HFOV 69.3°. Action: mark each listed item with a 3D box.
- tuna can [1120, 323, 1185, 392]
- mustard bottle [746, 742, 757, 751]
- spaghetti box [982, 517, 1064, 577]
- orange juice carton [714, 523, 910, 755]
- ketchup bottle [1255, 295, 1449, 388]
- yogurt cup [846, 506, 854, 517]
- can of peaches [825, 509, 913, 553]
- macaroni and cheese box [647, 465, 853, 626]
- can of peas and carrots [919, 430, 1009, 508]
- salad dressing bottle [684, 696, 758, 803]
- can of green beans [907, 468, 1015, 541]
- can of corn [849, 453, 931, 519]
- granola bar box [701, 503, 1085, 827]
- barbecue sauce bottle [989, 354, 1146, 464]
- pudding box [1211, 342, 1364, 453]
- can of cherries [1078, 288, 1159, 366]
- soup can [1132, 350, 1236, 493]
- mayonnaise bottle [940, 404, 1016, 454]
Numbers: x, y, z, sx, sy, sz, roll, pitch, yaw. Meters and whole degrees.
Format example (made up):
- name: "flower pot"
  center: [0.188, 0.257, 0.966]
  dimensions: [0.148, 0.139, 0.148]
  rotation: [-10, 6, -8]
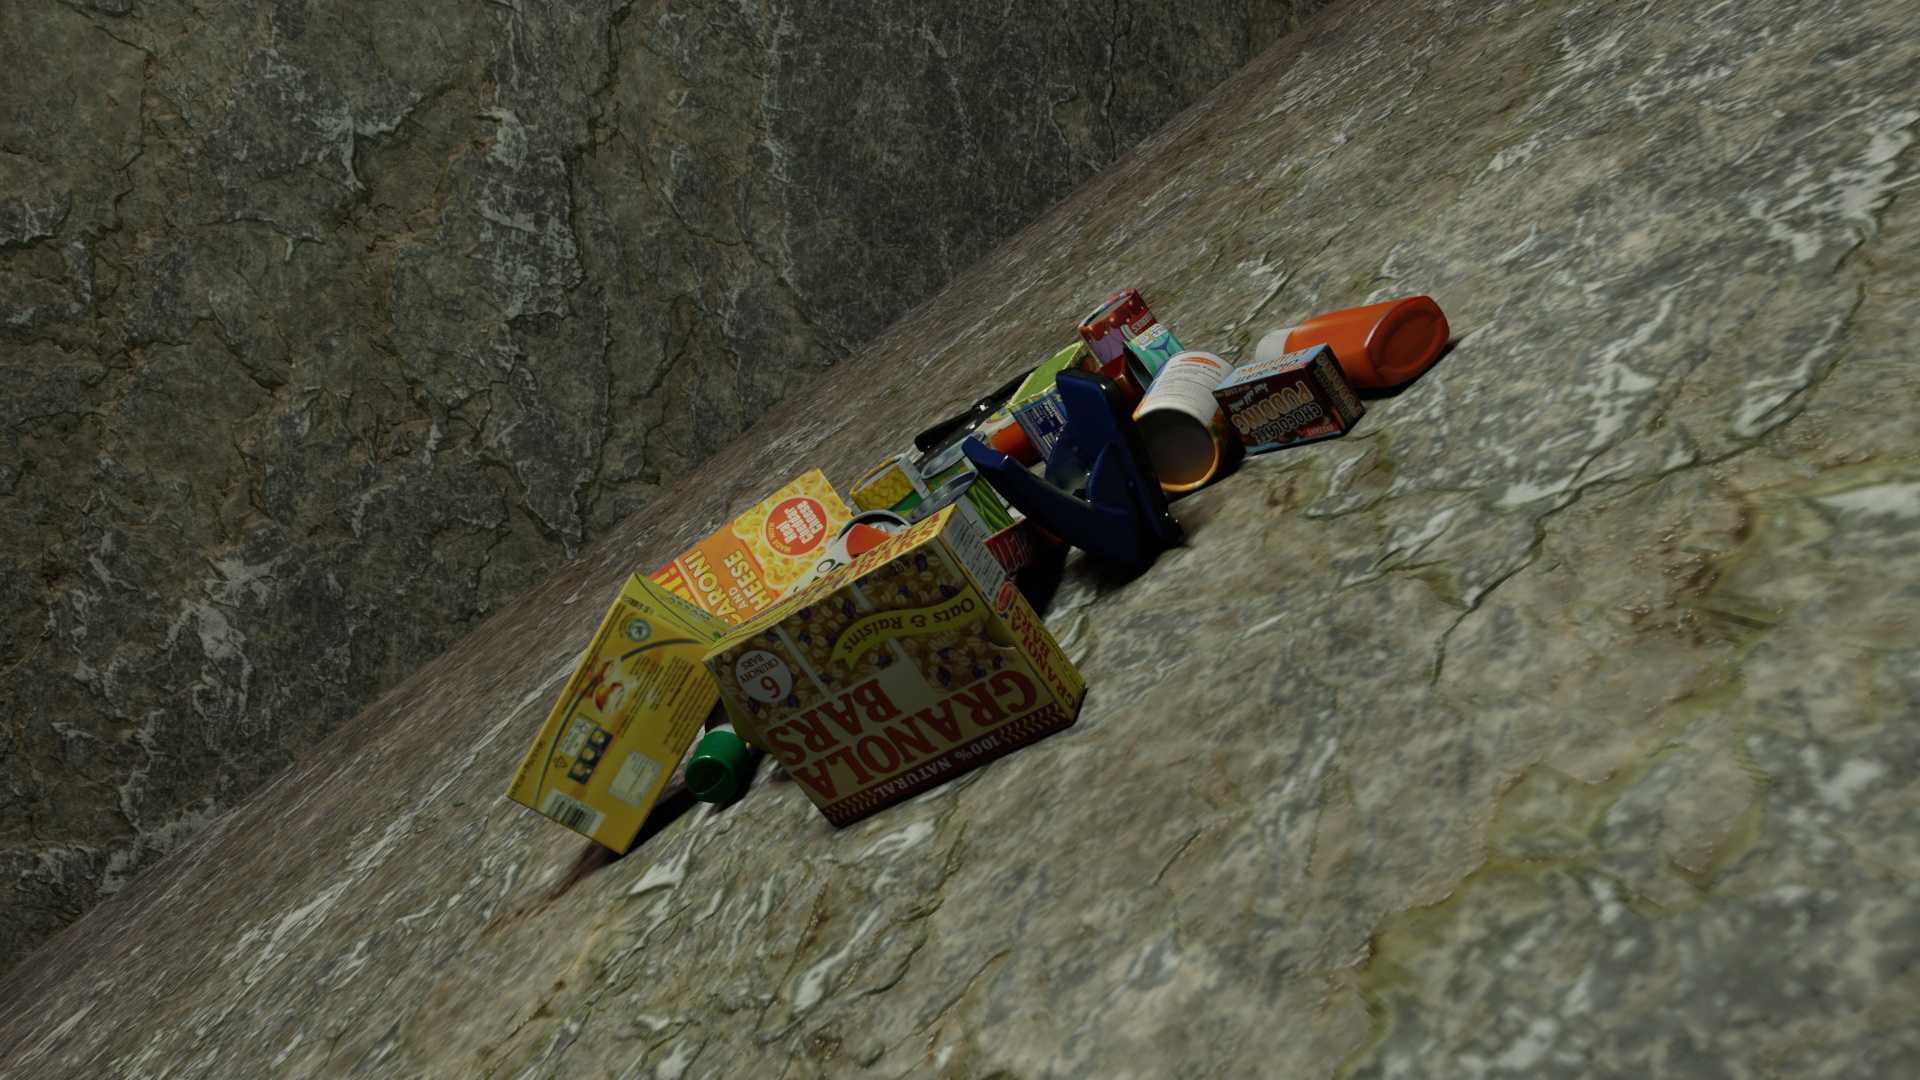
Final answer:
- name: "tuna can"
  center: [0.155, -0.134, 1.071]
  dimensions: [0.033, 0.071, 0.071]
  rotation: [-35, 14, 0]
- name: "mustard bottle"
  center: [-0.111, 0.100, 0.973]
  dimensions: [0.065, 0.048, 0.161]
  rotation: [-19, 21, 32]
- name: "spaghetti box"
  center: [0.012, 0.018, 0.867]
  dimensions: [0.050, 0.028, 0.251]
  rotation: [-29, 0, 23]
- name: "orange juice carton"
  center: [-0.068, 0.056, 0.915]
  dimensions: [0.072, 0.072, 0.194]
  rotation: [19, 48, 31]
- name: "ketchup bottle"
  center: [0.242, -0.123, 0.889]
  dimensions: [0.065, 0.043, 0.149]
  rotation: [-38, 14, -13]
- name: "yogurt cup"
  center: [-0.113, 0.010, 1.259]
  dimensions: [0.072, 0.054, 0.072]
  rotation: [-33, 14, 10]
- name: "can of peaches"
  center: [-0.062, 0.018, 1.046]
  dimensions: [0.071, 0.071, 0.058]
  rotation: [-38, -22, -10]
- name: "macaroni and cheese box"
  center: [-0.148, 0.037, 1.107]
  dimensions: [0.166, 0.124, 0.040]
  rotation: [-34, -24, -5]
- name: "can of peas and carrots"
  center: [0.008, -0.048, 1.160]
  dimensions: [0.071, 0.058, 0.071]
  rotation: [-34, 13, 9]
- name: "salad dressing bottle"
  center: [-0.159, 0.133, 0.986]
  dimensions: [0.064, 0.044, 0.148]
  rotation: [-42, 12, 17]
- name: "can of green beans"
  center: [0.003, -0.012, 1.054]
  dimensions: [0.071, 0.057, 0.071]
  rotation: [-33, 14, 10]
- name: "can of corn"
  center: [-0.063, -0.038, 1.290]
  dimensions: [0.071, 0.058, 0.071]
  rotation: [-33, 14, 9]
- name: "granola bar box"
  center: [-0.037, 0.071, 0.740]
  dimensions: [0.165, 0.124, 0.039]
  rotation: [-29, 16, 27]
- name: "barbecue sauce bottle"
  center: [0.092, -0.107, 1.187]
  dimensions: [0.148, 0.043, 0.065]
  rotation: [-28, 16, 30]
- name: "pudding box"
  center: [0.201, -0.086, 0.853]
  dimensions: [0.030, 0.049, 0.083]
  rotation: [-41, 15, -27]
- name: "can of cherries"
  center: [0.154, -0.194, 1.295]
  dimensions: [0.071, 0.058, 0.072]
  rotation: [-34, 14, 9]
- name: "soup can"
  center: [0.149, -0.076, 0.917]
  dimensions: [0.071, 0.071, 0.084]
  rotation: [-26, 18, 35]
- name: "mayonnaise bottle"
  center: [0.052, -0.107, 1.282]
  dimensions: [0.148, 0.041, 0.065]
  rotation: [-34, 16, 6]
